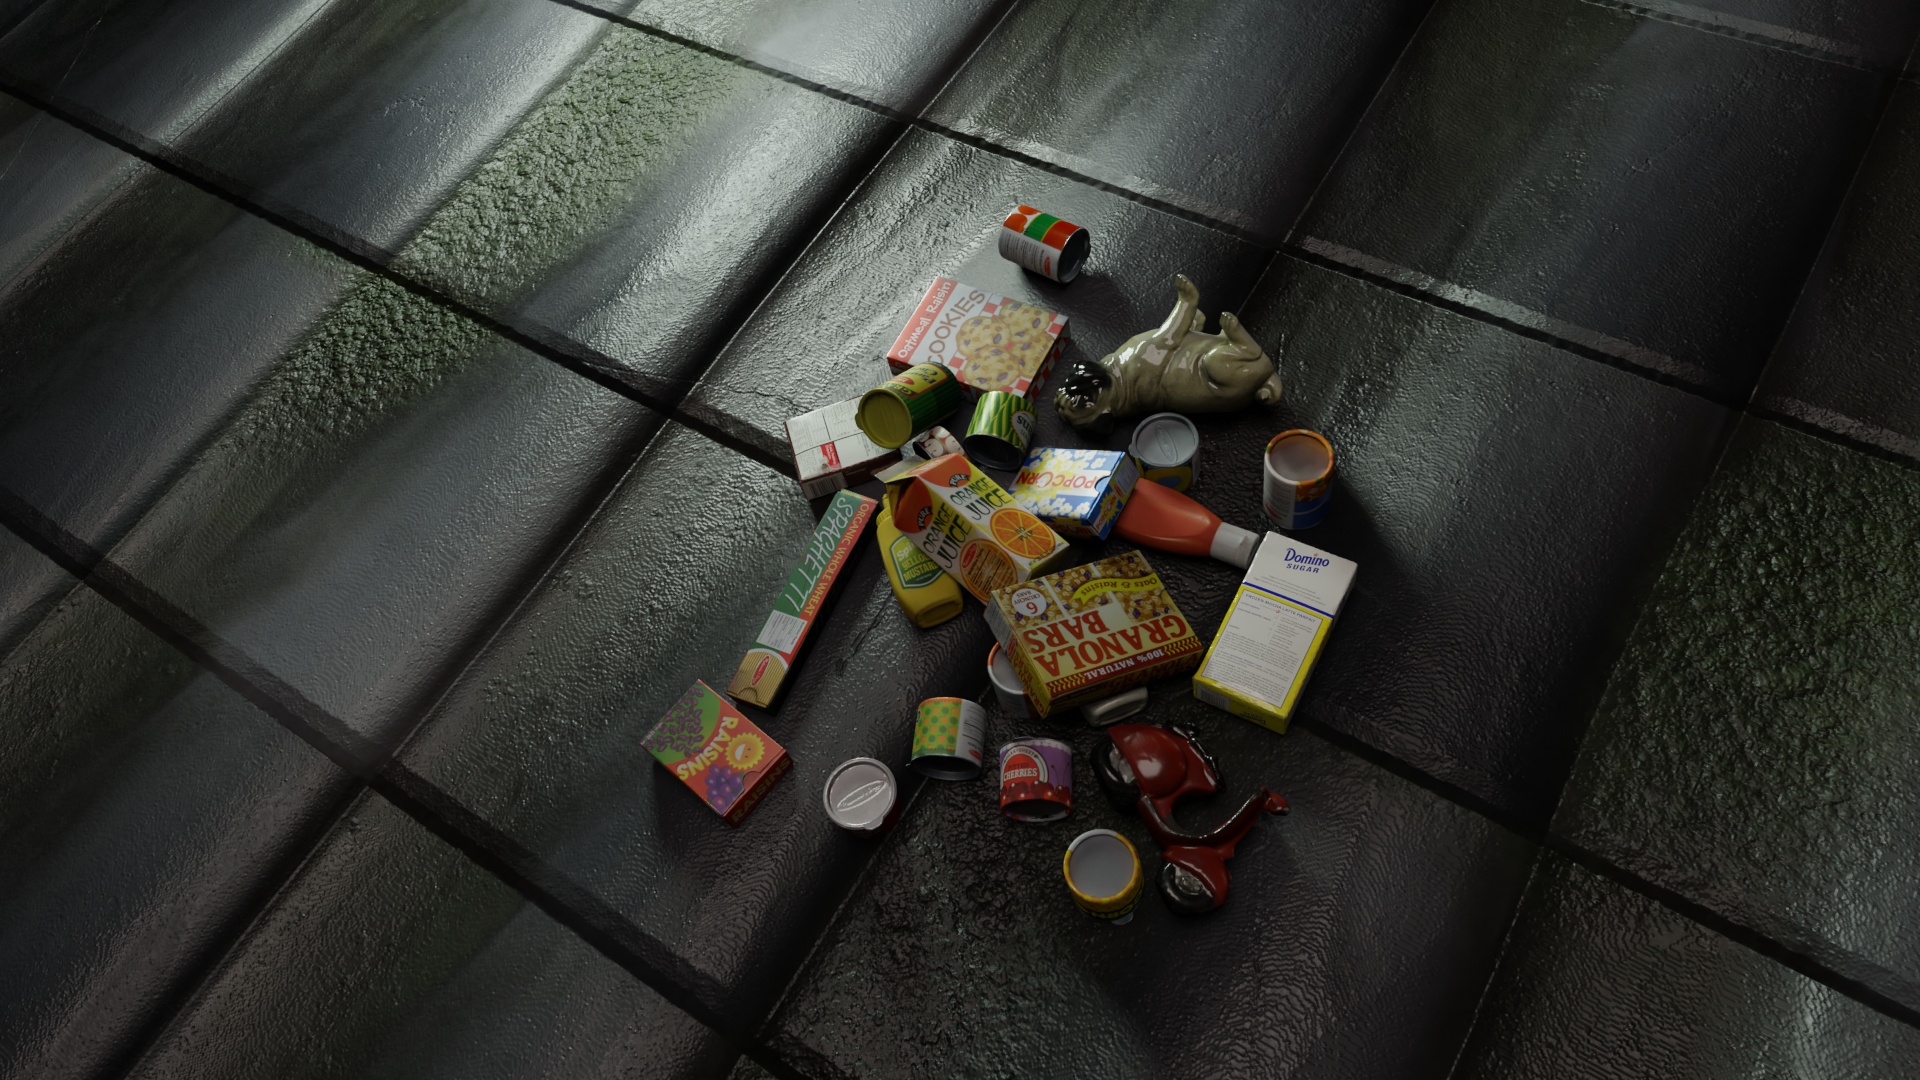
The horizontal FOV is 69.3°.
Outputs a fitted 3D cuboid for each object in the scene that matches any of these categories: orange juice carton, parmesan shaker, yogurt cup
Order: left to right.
[{"bbox_3d":[-0.087,0.240,1.276,0.072,0.053,0.073,-5,59,8],"label":"yogurt cup"},{"bbox_3d":[-0.055,-0.144,1.465,0.071,0.071,0.103,22,33,22],"label":"parmesan shaker"},{"bbox_3d":[0.005,-0.017,1.365,0.193,0.072,0.072,40,40,17],"label":"orange juice carton"}]

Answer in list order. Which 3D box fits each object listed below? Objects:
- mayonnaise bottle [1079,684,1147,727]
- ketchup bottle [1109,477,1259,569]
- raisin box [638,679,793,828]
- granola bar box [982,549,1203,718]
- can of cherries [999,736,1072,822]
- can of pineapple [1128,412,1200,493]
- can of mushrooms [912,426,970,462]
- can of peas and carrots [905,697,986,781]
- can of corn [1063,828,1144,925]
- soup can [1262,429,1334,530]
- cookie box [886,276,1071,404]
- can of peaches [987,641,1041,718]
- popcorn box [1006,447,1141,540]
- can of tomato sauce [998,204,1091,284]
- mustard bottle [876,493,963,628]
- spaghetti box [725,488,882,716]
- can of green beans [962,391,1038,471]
[{"bbox_3d":[0.122,0.103,1.324,0.065,0.041,0.148,-18,56,-10],"label":"mayonnaise bottle"},{"bbox_3d":[0.219,-0.014,1.372,0.149,0.043,0.065,22,66,22],"label":"ketchup bottle"},{"bbox_3d":[-0.234,0.204,1.335,0.123,0.040,0.086,34,70,26],"label":"raisin box"},{"bbox_3d":[0.123,0.083,1.284,0.166,0.038,0.124,-15,56,-24],"label":"granola bar box"},{"bbox_3d":[0.066,0.216,1.250,0.071,0.071,0.058,-4,60,9],"label":"can of cherries"},{"bbox_3d":[0.208,-0.087,1.409,0.071,0.057,0.071,-5,59,8],"label":"can of pineapple"},{"bbox_3d":[-0.017,-0.083,1.446,0.033,0.070,0.071,-36,60,-12],"label":"can of mushrooms"},{"bbox_3d":[-0.013,0.185,1.288,0.071,0.070,0.059,1,60,11],"label":"can of peas and carrots"},{"bbox_3d":[0.126,0.292,1.201,0.071,0.058,0.071,-5,59,9],"label":"can of corn"},{"bbox_3d":[0.331,-0.061,1.354,0.071,0.083,0.071,-5,59,8],"label":"soup can"},{"bbox_3d":[0.020,-0.213,1.531,0.167,0.040,0.123,21,66,20],"label":"cookie box"},{"bbox_3d":[0.063,0.125,1.312,0.071,0.057,0.071,-5,59,9],"label":"can of peaches"},{"bbox_3d":[0.107,-0.048,1.388,0.126,0.038,0.085,7,57,47],"label":"popcorn box"},{"bbox_3d":[0.096,-0.337,1.574,0.083,0.071,0.071,28,69,25],"label":"can of tomato sauce"},{"bbox_3d":[-0.051,0.012,1.406,0.065,0.048,0.161,-24,58,-7],"label":"mustard bottle"},{"bbox_3d":[-0.155,0.060,1.410,0.050,0.028,0.251,18,65,20],"label":"spaghetti box"},{"bbox_3d":[0.042,-0.115,1.453,0.071,0.071,0.058,12,63,17],"label":"can of green beans"}]
